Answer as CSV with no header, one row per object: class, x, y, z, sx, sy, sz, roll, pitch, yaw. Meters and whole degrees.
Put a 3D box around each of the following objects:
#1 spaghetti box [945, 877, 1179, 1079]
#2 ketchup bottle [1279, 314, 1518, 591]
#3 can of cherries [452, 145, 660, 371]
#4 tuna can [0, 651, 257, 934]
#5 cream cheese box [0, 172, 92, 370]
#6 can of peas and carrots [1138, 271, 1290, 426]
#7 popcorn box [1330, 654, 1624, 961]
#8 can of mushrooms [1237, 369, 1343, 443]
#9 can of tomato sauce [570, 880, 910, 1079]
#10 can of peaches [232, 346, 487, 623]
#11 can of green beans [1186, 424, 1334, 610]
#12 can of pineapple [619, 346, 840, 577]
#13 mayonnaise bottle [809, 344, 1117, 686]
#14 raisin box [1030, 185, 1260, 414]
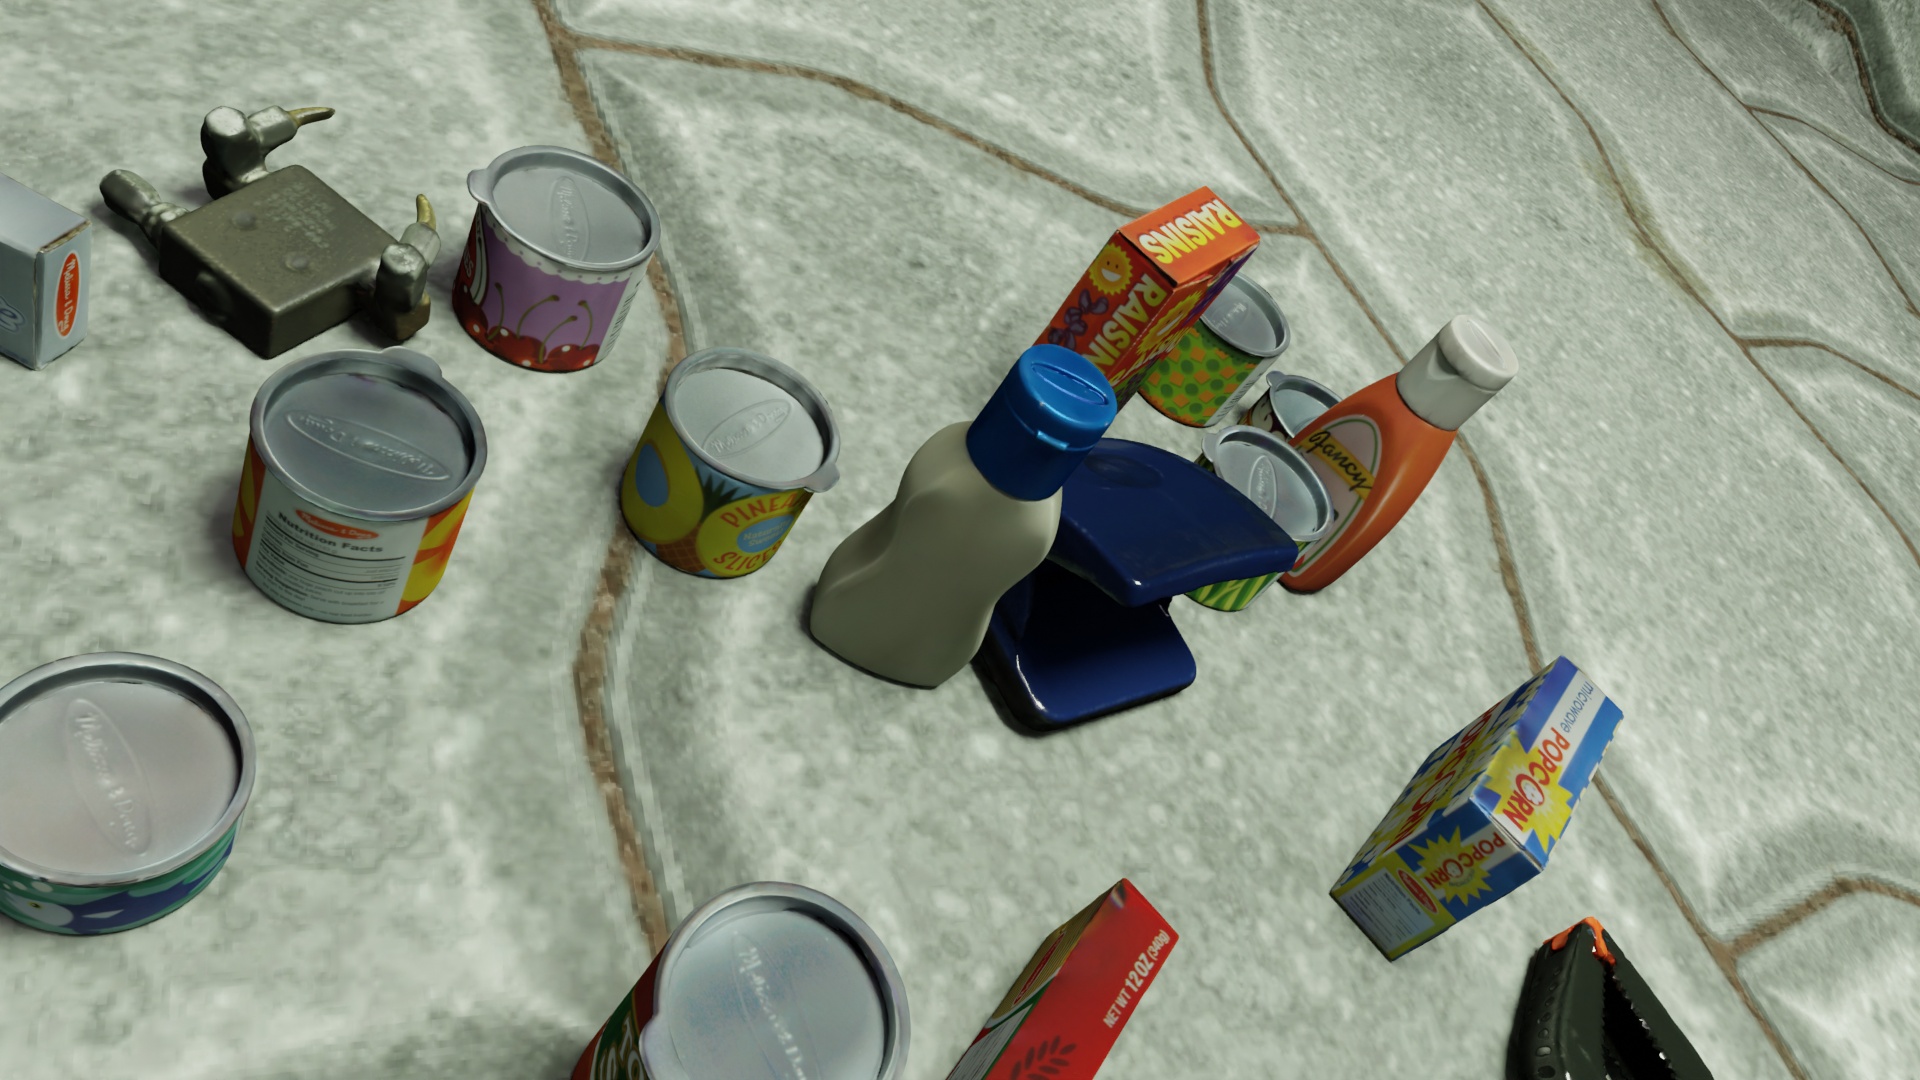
spaghetti box,-0.012,0.188,0.377,0.029,0.050,0.251,43,42,6
ketchup bottle,0.192,-0.041,0.644,0.044,0.148,0.065,-6,58,-38
can of cherries,-0.159,-0.108,0.534,0.071,0.058,0.072,19,45,-20
tuna can,-0.222,0.066,0.357,0.071,0.032,0.071,19,45,-20
cream cheese box,-0.320,-0.099,0.420,0.104,0.053,0.024,29,43,-9
can of peas and carrots,0.125,-0.103,0.720,0.071,0.058,0.071,19,45,-20
popcorn box,0.216,0.108,0.575,0.038,0.084,0.127,47,43,10
can of mushrooms,0.179,-0.054,0.732,0.071,0.033,0.071,19,45,-20
can of tomato sauce,-0.062,0.138,0.363,0.071,0.082,0.071,19,45,-20
can of peaches,-0.187,-0.018,0.435,0.071,0.057,0.071,19,45,-20
can of green beans,0.127,-0.010,0.640,0.071,0.057,0.071,19,45,-20
can of pineapple,-0.085,-0.027,0.512,0.071,0.057,0.071,19,45,-20
mayonnaise bottle,0.002,-0.006,0.485,0.065,0.147,0.041,24,44,-14
raisin box,0.071,-0.095,0.629,0.040,0.122,0.086,46,43,9
